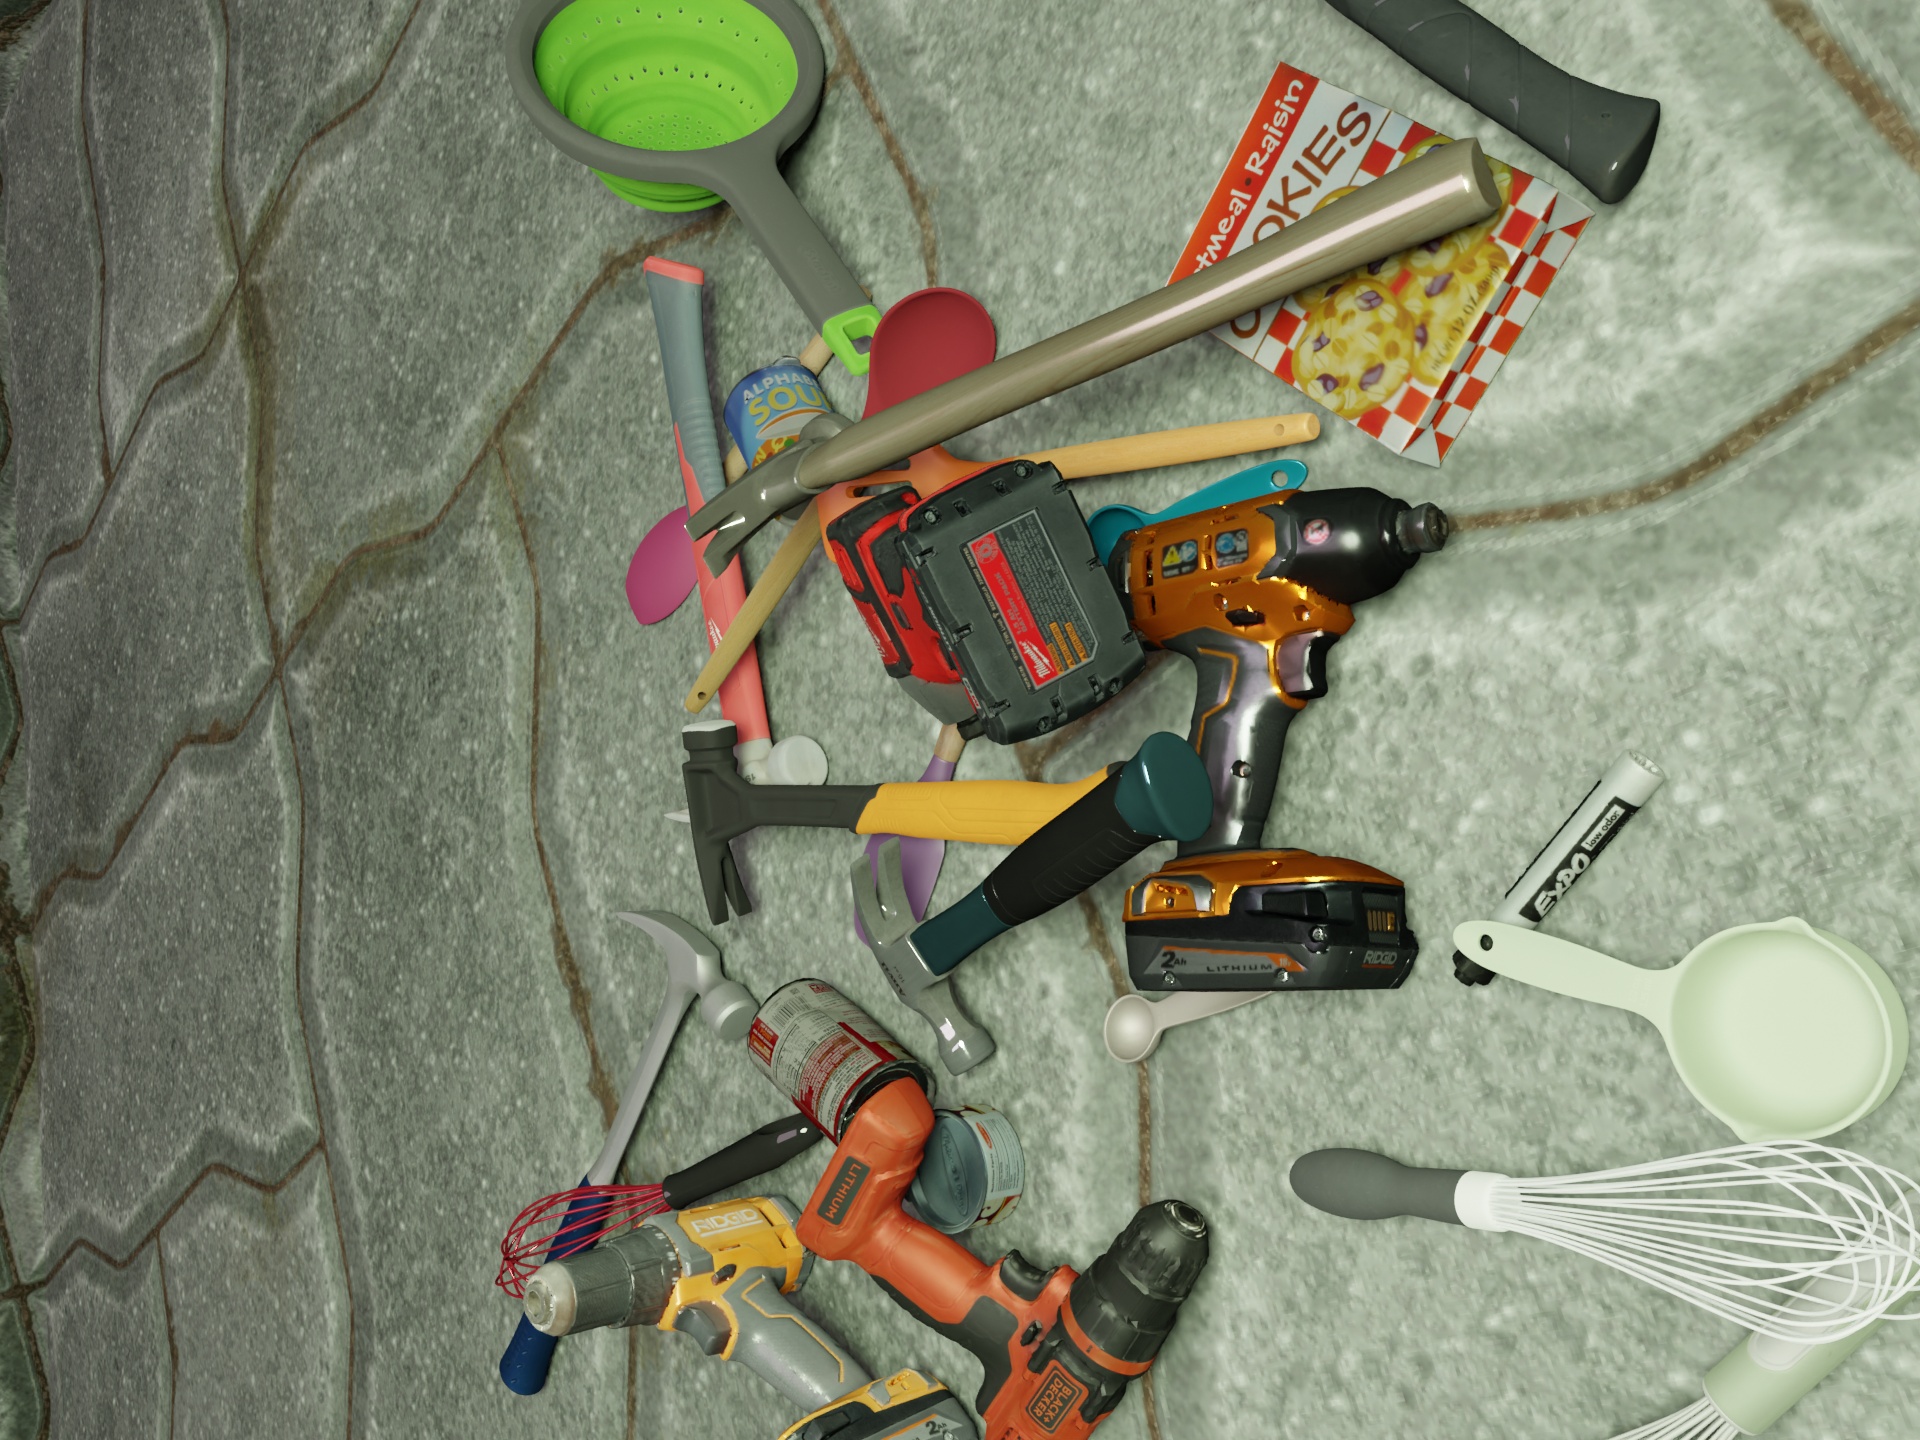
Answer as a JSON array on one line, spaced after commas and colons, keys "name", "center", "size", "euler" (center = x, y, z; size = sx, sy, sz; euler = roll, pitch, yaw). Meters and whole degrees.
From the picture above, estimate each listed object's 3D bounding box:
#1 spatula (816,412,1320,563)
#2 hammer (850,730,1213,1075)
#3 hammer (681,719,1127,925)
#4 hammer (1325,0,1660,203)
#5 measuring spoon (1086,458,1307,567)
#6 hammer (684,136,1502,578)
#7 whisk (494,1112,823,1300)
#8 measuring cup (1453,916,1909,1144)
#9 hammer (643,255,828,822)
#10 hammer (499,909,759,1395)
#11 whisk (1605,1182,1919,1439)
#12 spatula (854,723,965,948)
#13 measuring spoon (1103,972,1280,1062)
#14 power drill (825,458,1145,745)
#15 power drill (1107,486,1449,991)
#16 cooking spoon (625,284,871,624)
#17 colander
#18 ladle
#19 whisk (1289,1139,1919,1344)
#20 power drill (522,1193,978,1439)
[{"name": "spatula", "center": [0.042, -0.134, 0.836], "size": [0.323, 0.041, 0.081], "euler": [0, 96, 46]}, {"name": "hammer", "center": [0.028, 0.083, 0.759], "size": [0.128, 0.033, 0.331], "euler": [56, 150, 7]}, {"name": "hammer", "center": [-0.032, 0.059, 0.903], "size": [0.337, 0.034, 0.127], "euler": [-2, 97, 39]}, {"name": "hammer", "center": [0.157, -0.355, 0.733], "size": [0.149, 0.036, 0.409], "euler": [-36, 60, -5]}, {"name": "measuring spoon", "center": [0.119, -0.105, 0.801], "size": [0.128, 0.021, 0.042], "euler": [-19, 97, 35]}, {"name": "hammer", "center": [0.045, -0.164, 0.743], "size": [0.410, 0.146, 0.038], "euler": [-16, 112, 36]}, {"name": "whisk", "center": [-0.201, 0.316, 1.041], "size": [0.296, 0.073, 0.073], "euler": [-31, 64, 25]}, {"name": "measuring cup", "center": [0.270, 0.103, 0.607], "size": [0.168, 0.038, 0.083], "euler": [14, 97, 48]}, {"name": "hammer", "center": [-0.177, -0.125, 1.074], "size": [0.143, 0.038, 0.386], "euler": [-21, 76, 44]}, {"name": "hammer", "center": [-0.257, 0.319, 1.143], "size": [0.144, 0.035, 0.405], "euler": [42, 116, 40]}, {"name": "whisk", "center": [0.276, 0.255, 0.582], "size": [0.246, 0.059, 0.058], "euler": [-57, 23, 21]}, {"name": "spatula", "center": [-0.001, -0.003, 0.914], "size": [0.060, 0.018, 0.315], "euler": [35, 112, 36]}, {"name": "measuring spoon", "center": [0.122, 0.138, 0.778], "size": [0.124, 0.018, 0.034], "euler": [-30, 53, 34]}, {"name": "power drill", "center": [0.003, -0.051, 0.790], "size": [0.143, 0.078, 0.220], "euler": [64, 166, -10]}, {"name": "power drill", "center": [0.146, 0.006, 0.715], "size": [0.164, 0.084, 0.226], "euler": [-11, 75, 43]}, {"name": "cooking spoon", "center": [-0.153, -0.177, 1.089], "size": [0.318, 0.017, 0.069], "euler": [-45, 59, 34]}, {"name": "colander", "center": [-0.154, -0.348, 1.040], "size": [0.397, 0.204, 0.094], "euler": [57, 159, 21]}, {"name": "ladle", "center": [-0.083, -0.126, 0.962], "size": [0.315, 0.069, 0.031], "euler": [-53, 16, 19]}, {"name": "whisk", "center": [0.230, 0.189, 0.612], "size": [0.284, 0.070, 0.070], "euler": [-17, 74, 57]}, {"name": "power drill", "center": [-0.122, 0.362, 0.892], "size": [0.226, 0.185, 0.084], "euler": [37, 111, 39]}]
